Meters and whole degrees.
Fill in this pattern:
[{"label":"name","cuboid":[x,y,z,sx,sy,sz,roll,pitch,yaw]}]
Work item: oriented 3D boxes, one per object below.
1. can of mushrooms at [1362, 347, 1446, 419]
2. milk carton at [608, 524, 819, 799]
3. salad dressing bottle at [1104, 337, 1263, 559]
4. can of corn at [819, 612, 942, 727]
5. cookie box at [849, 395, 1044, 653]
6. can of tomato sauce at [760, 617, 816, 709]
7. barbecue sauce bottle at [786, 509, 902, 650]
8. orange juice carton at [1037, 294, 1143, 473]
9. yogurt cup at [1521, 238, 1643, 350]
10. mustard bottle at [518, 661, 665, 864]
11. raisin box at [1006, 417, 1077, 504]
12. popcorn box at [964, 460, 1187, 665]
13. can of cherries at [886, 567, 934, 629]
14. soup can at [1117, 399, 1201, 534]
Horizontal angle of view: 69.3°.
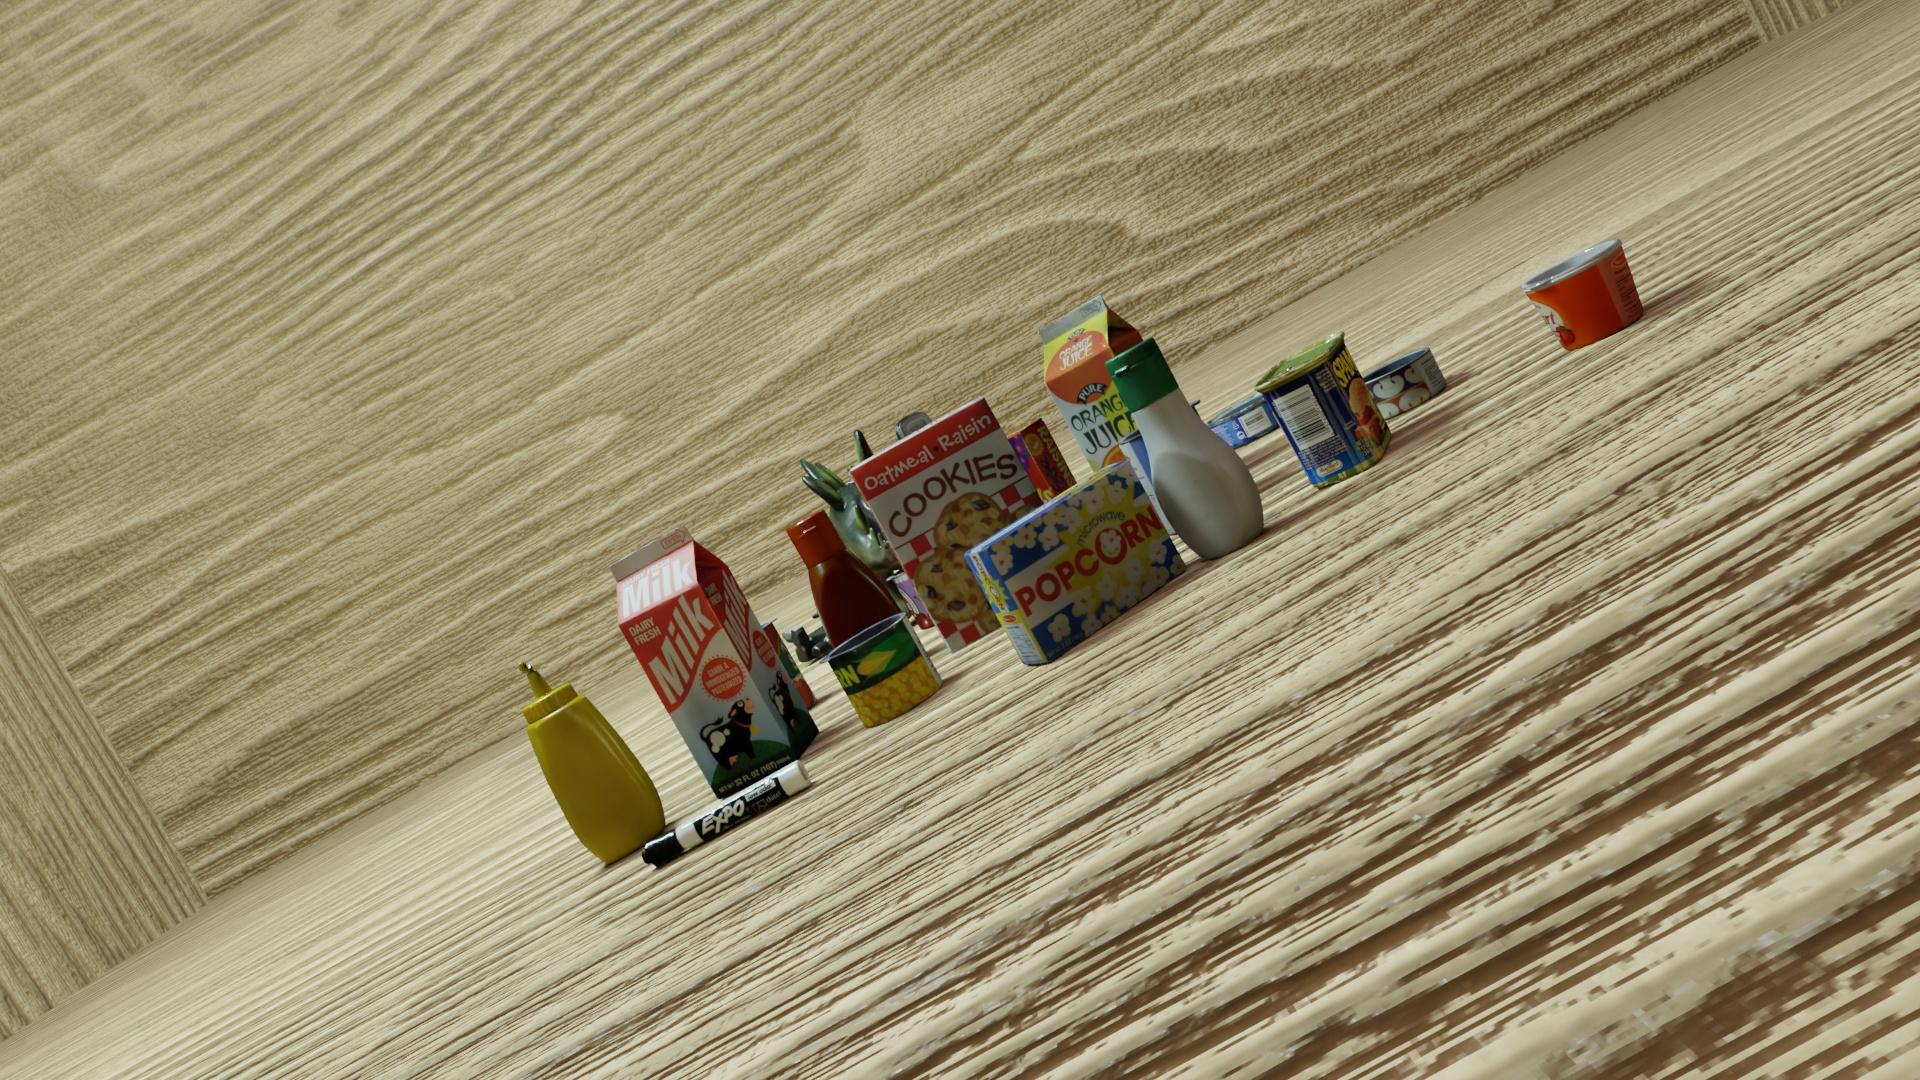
[{"label":"can of mushrooms","cuboid":[0.339,-0.120,1.081,0.071,0.033,0.071,-29,5,3]},{"label":"milk carton","cuboid":[-0.188,0.087,1.037,0.072,0.190,0.073,-28,5,11]},{"label":"salad dressing bottle","cuboid":[0.145,-0.061,0.913,0.064,0.147,0.044,-25,6,43]},{"label":"can of corn","cuboid":[-0.056,0.094,0.993,0.071,0.058,0.071,-29,5,3]},{"label":"cookie box","cuboid":[0.004,-0.014,1.111,0.123,0.167,0.040,-29,5,-3]},{"label":"can of tomato sauce","cuboid":[-0.173,0.121,1.220,0.071,0.083,0.071,-29,5,3]},{"label":"barbecue sauce bottle","cuboid":[-0.093,0.047,1.149,0.065,0.148,0.043,-29,5,-3]},{"label":"orange juice carton","cuboid":[0.140,-0.115,1.218,0.071,0.192,0.073,-26,5,33]},{"label":"yogurt cup","cuboid":[0.425,-0.165,0.943,0.072,0.054,0.072,-29,5,3]},{"label":"mustard bottle","cuboid":[-0.277,0.156,1.018,0.065,0.160,0.049,-30,5,-10]},{"label":"raisin box","cuboid":[0.066,-0.038,1.262,0.086,0.123,0.040,-24,7,47]},{"label":"popcorn box","cuboid":[0.076,0.014,0.907,0.127,0.085,0.038,-31,5,-25]},{"label":"can of cherries","cuboid":[-0.026,0.045,1.312,0.071,0.058,0.071,-29,5,3]},{"label":"soup can","cuboid":[0.173,-0.057,1.081,0.071,0.083,0.071,-29,5,3]}]
